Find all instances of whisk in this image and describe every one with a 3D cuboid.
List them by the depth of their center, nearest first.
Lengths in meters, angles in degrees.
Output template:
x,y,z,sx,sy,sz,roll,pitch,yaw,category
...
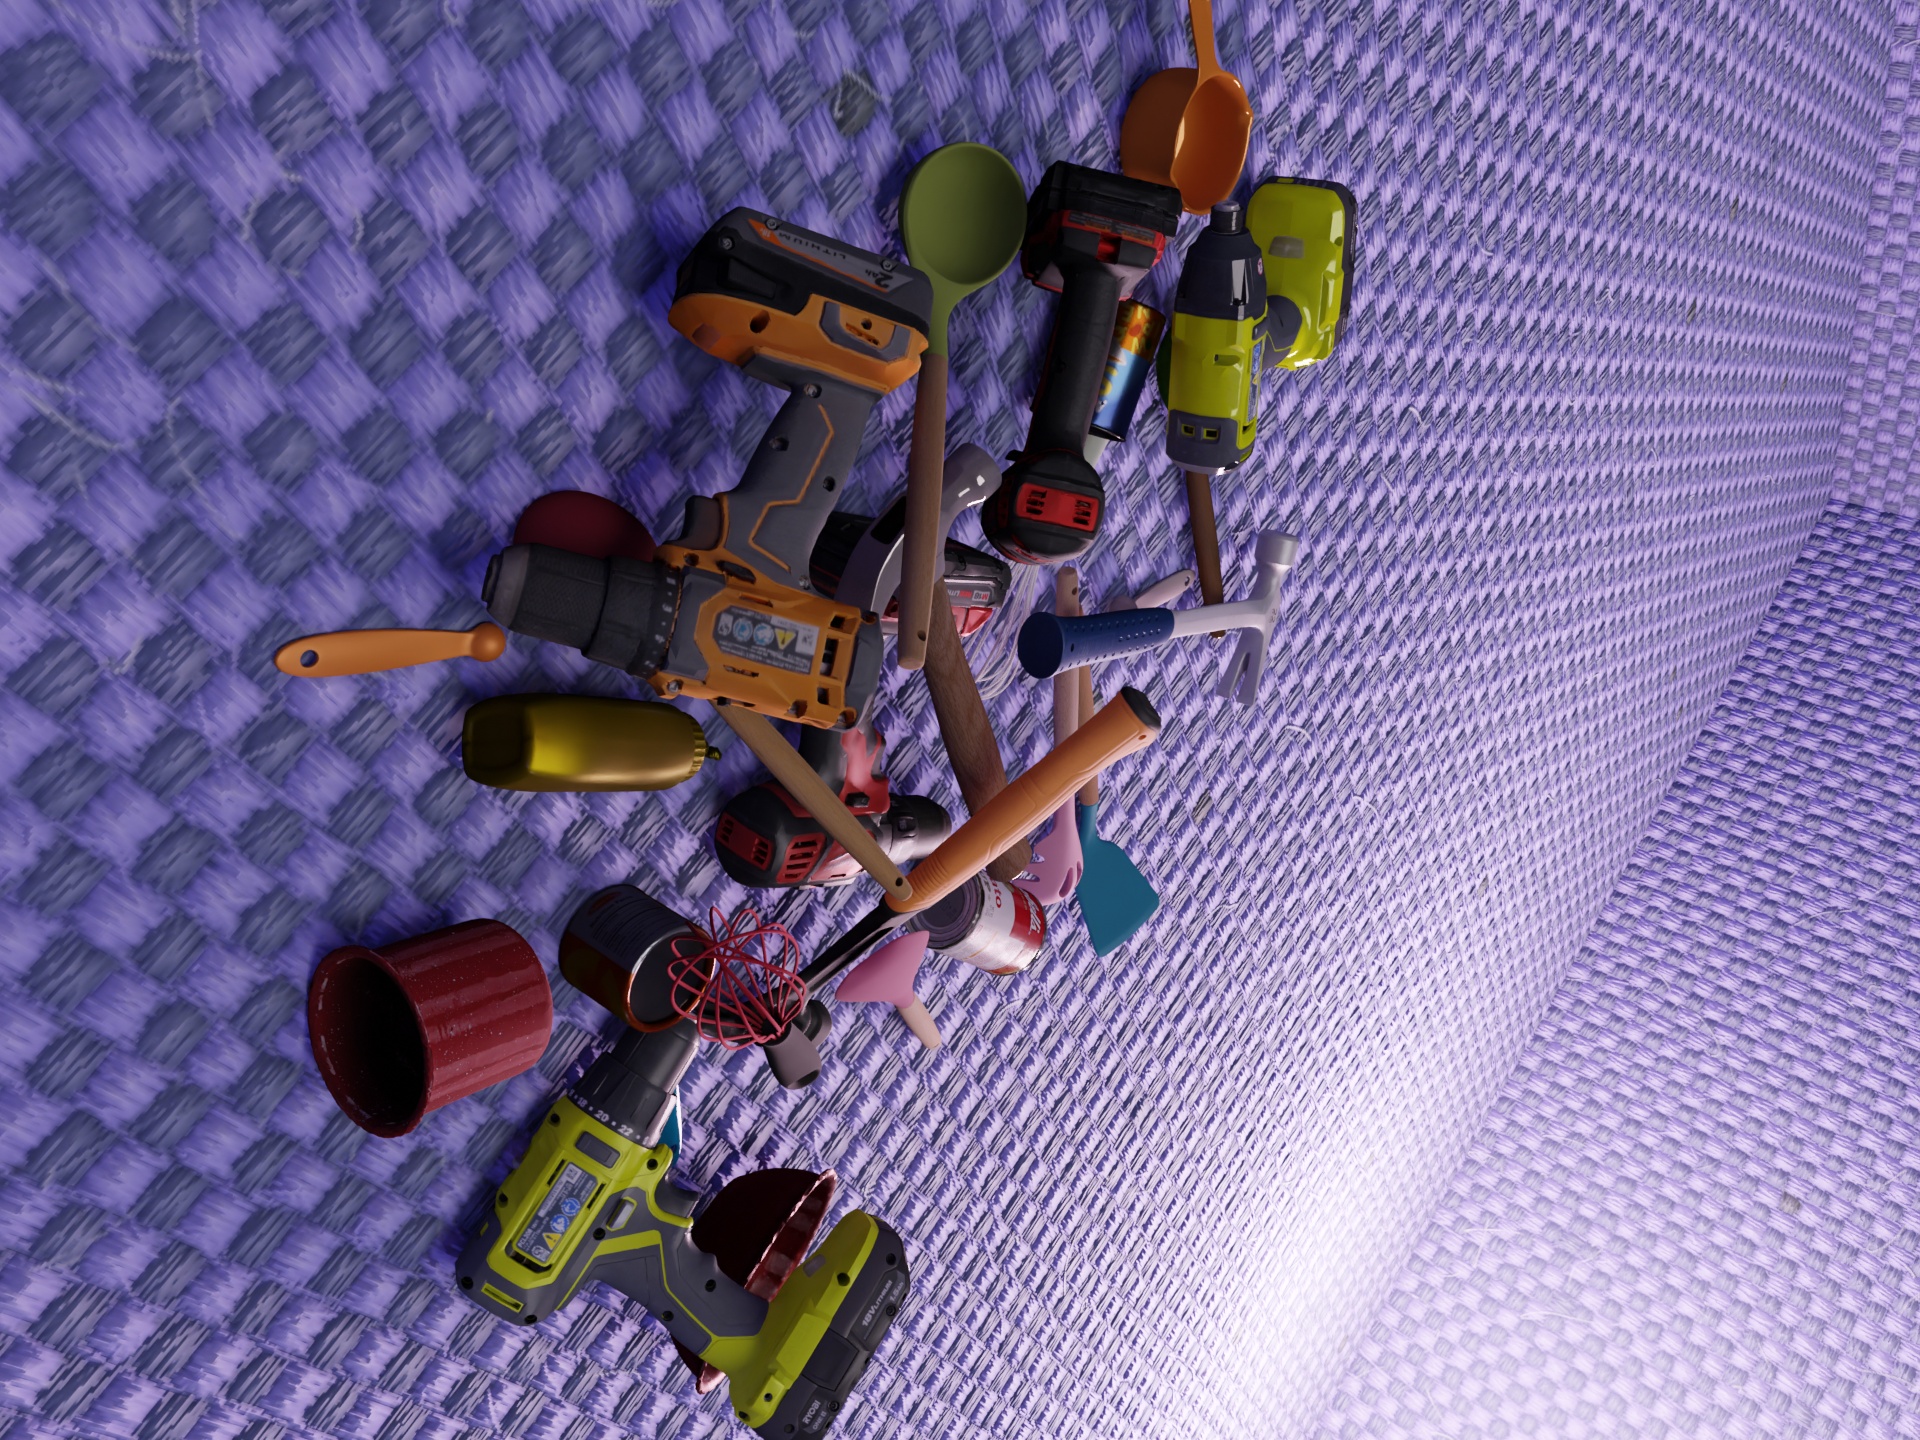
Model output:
x,y,z,sx,sy,sz,roll,pitch,yaw,category
-0.112,0.171,0.913,0.073,0.073,0.295,-53,163,-18,whisk
0.050,-0.119,1.064,0.057,0.059,0.246,31,77,-16,whisk

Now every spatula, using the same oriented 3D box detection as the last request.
x,y,z,sx,sy,sz,roll,pitch,yaw,category
0.108,0.045,1.237,0.082,0.044,0.317,-36,135,-31,spatula

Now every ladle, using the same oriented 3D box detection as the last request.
x,y,z,sx,sy,sz,roll,pitch,yaw,category
-0.007,-0.170,0.823,0.078,0.062,0.320,26,54,-36,ladle
-0.115,0.001,0.839,0.315,0.031,0.069,51,62,-34,ladle

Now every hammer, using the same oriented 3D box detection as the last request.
x,y,z,sx,sy,sz,roll,pitch,yaw,category
-0.001,-0.003,0.942,0.130,0.031,0.331,-45,145,-21,hammer
-0.018,0.092,0.967,0.337,0.034,0.127,-40,148,15,hammer
0.153,-0.064,1.166,0.405,0.035,0.144,-13,118,-58,hammer

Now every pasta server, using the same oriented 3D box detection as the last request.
x,y,z,sx,sy,sz,roll,pitch,yaw,category
0.070,0.021,1.155,0.060,0.040,0.316,-37,140,-36,pasta server

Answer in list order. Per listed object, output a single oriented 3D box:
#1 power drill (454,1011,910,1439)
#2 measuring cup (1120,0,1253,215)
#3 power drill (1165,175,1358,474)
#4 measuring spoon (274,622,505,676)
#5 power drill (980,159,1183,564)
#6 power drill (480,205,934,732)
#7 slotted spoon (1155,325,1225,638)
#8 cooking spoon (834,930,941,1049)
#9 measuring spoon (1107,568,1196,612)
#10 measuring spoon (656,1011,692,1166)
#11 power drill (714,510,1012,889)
x,y,z,sx,sy,sz,roll,pitch,yaw,category
-0.146,0.291,0.921,0.190,0.228,0.080,-57,-172,-12,power drill
0.134,-0.406,1.000,0.095,0.052,0.173,-43,137,-30,measuring cup
0.204,-0.288,1.090,0.223,0.080,0.171,-48,145,-49,power drill
-0.258,-0.031,0.730,0.117,0.011,0.021,-10,117,-51,measuring spoon
0.061,-0.199,0.935,0.143,0.078,0.219,-158,-101,-83,power drill
-0.114,-0.120,0.754,0.185,0.084,0.226,14,82,-22,power drill
0.181,-0.176,1.215,0.313,0.031,0.070,72,34,-45,slotted spoon
-0.035,0.189,1.060,0.069,0.017,0.318,-35,161,-7,cooking spoon
0.154,-0.093,1.238,0.124,0.018,0.034,-30,132,-43,measuring spoon
-0.177,0.230,0.984,0.042,0.021,0.128,-26,128,-43,measuring spoon
-0.047,-0.004,0.976,0.187,0.080,0.226,1,112,-53,power drill
